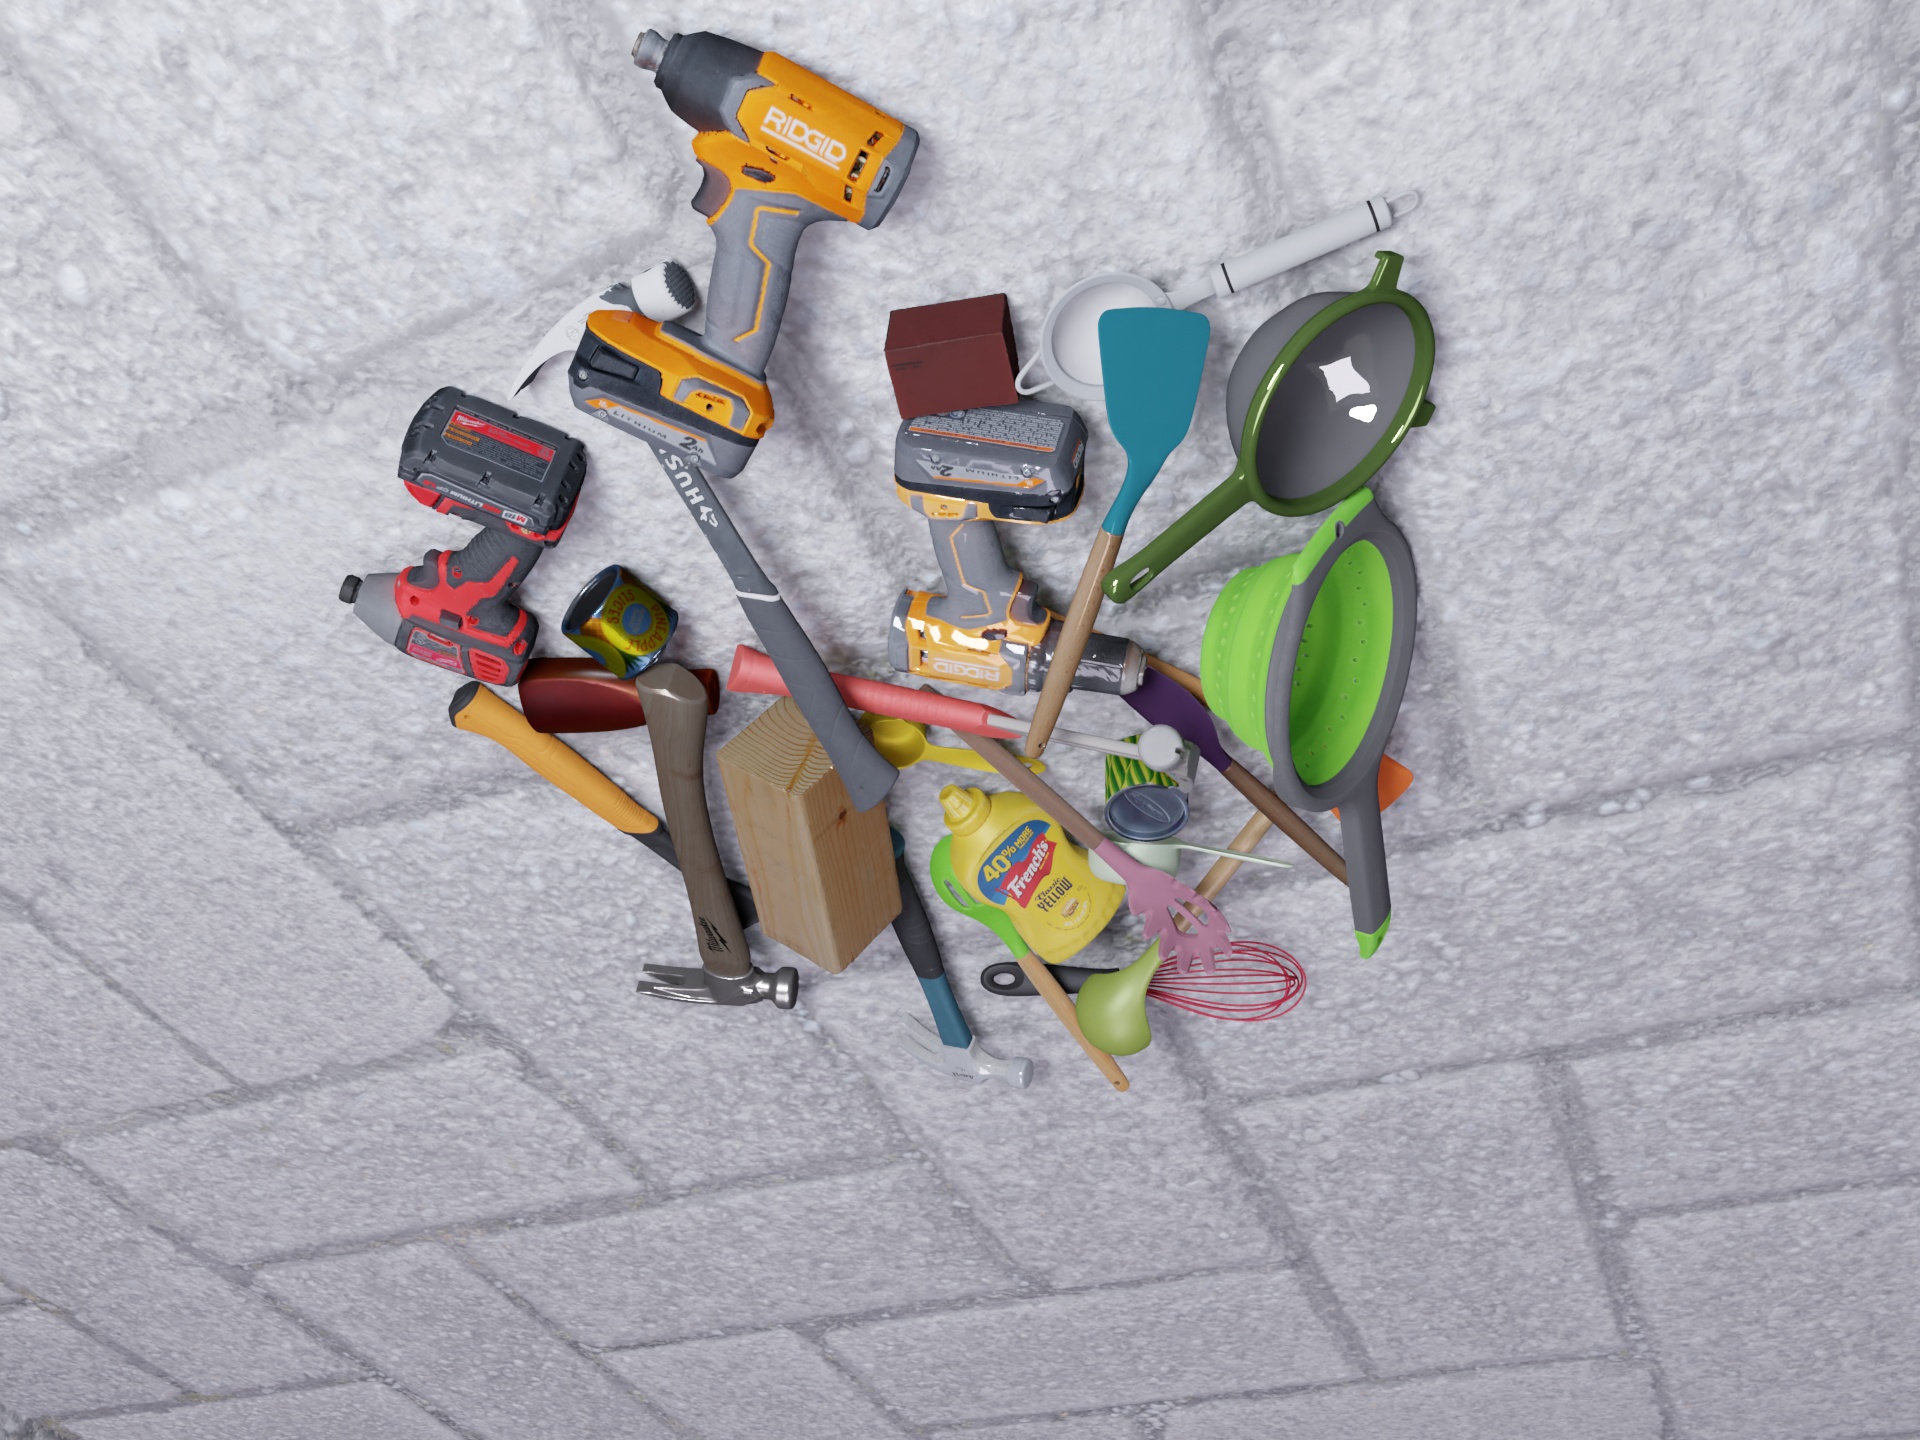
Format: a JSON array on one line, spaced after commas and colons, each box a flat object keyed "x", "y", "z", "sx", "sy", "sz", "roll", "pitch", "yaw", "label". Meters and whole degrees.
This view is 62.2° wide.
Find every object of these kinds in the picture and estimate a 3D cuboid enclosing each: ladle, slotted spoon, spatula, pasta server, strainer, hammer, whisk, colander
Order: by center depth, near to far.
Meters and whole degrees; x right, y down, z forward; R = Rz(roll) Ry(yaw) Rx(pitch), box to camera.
[{"x": 0.151, "y": -0.263, "z": 0.962, "sx": 0.258, "sy": 0.050, "sz": 0.086, "roll": -20, "pitch": 132, "yaw": 16, "label": "strainer"}, {"x": 0.174, "y": -0.171, "z": 0.977, "sx": 0.256, "sy": 0.069, "sz": 0.151, "roll": -40, "pitch": 142, "yaw": -2, "label": "strainer"}, {"x": 0.085, "y": -0.106, "z": 1.012, "sx": 0.082, "sy": 0.044, "sz": 0.317, "roll": -6, "pitch": 132, "yaw": -30, "label": "spatula"}, {"x": -0.154, "y": -0.102, "z": 1.092, "sx": 0.149, "sy": 0.036, "sz": 0.408, "roll": -17, "pitch": 116, "yaw": 25, "label": "hammer"}, {"x": 0.249, "y": 0.018, "z": 1.145, "sx": 0.094, "sy": 0.204, "sz": 0.396, "roll": 15, "pitch": 137, "yaw": 36, "label": "colander"}, {"x": -0.002, "y": -0.004, "z": 1.181, "sx": 0.359, "sy": 0.037, "sz": 0.149, "roll": 12, "pitch": 174, "yaw": 14, "label": "hammer"}, {"x": 0.192, "y": -0.010, "z": 1.203, "sx": 0.322, "sy": 0.041, "sz": 0.081, "roll": 24, "pitch": 137, "yaw": -16, "label": "spatula"}, {"x": 0.222, "y": 0.047, "z": 1.232, "sx": 0.315, "sy": 0.018, "sz": 0.060, "roll": 40, "pitch": 148, "yaw": -28, "label": "spatula"}, {"x": 0.086, "y": 0.081, "z": 1.236, "sx": 0.316, "sy": 0.040, "sz": 0.060, "roll": 41, "pitch": 110, "yaw": -4, "label": "pasta server"}, {"x": -0.226, "y": 0.109, "z": 1.313, "sx": 0.146, "sy": 0.038, "sz": 0.410, "roll": 3, "pitch": 136, "yaw": 6, "label": "hammer"}, {"x": -0.283, "y": 0.073, "z": 1.337, "sx": 0.127, "sy": 0.034, "sz": 0.336, "roll": -29, "pitch": 125, "yaw": 30, "label": "hammer"}, {"x": 0.196, "y": 0.162, "z": 1.338, "sx": 0.062, "sy": 0.078, "sz": 0.320, "roll": -6, "pitch": 135, "yaw": -56, "label": "ladle"}, {"x": 0.070, "y": 0.223, "z": 1.407, "sx": 0.070, "sy": 0.031, "sz": 0.313, "roll": -25, "pitch": 116, "yaw": 21, "label": "slotted spoon"}, {"x": 0.162, "y": 0.235, "z": 1.436, "sx": 0.296, "sy": 0.073, "sz": 0.073, "roll": -2, "pitch": 134, "yaw": 15, "label": "whisk"}, {"x": -0.030, "y": 0.218, "z": 1.438, "sx": 0.128, "sy": 0.033, "sz": 0.330, "roll": 4, "pitch": 133, "yaw": 26, "label": "hammer"}]

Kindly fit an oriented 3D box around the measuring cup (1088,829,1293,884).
[{"x": 0.183, "y": 0.118, "z": 1.281, "sx": 0.168, "sy": 0.083, "sz": 0.038, "roll": 8, "pitch": 95, "yaw": 22, "label": "measuring cup"}]

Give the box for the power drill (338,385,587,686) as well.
[{"x": -0.357, "y": -0.121, "z": 1.130, "sx": 0.143, "sy": 0.079, "sz": 0.219, "roll": 21, "pitch": 135, "yaw": -14, "label": "power drill"}]

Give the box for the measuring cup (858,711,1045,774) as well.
[{"x": -0.007, "y": 0.018, "z": 1.266, "sx": 0.156, "sy": 0.029, "sz": 0.062, "roll": 10, "pitch": 135, "yaw": -13, "label": "measuring cup"}]

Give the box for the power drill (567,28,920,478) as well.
[{"x": -0.145, "y": -0.274, "z": 0.922, "sx": 0.164, "sy": 0.084, "sz": 0.226, "roll": 24, "pitch": 111, "yaw": -17, "label": "power drill"}]

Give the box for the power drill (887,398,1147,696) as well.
[{"x": 0.042, "y": -0.105, "z": 1.085, "sx": 0.185, "sy": 0.084, "sz": 0.226, "roll": 10, "pitch": 137, "yaw": 9, "label": "power drill"}]
